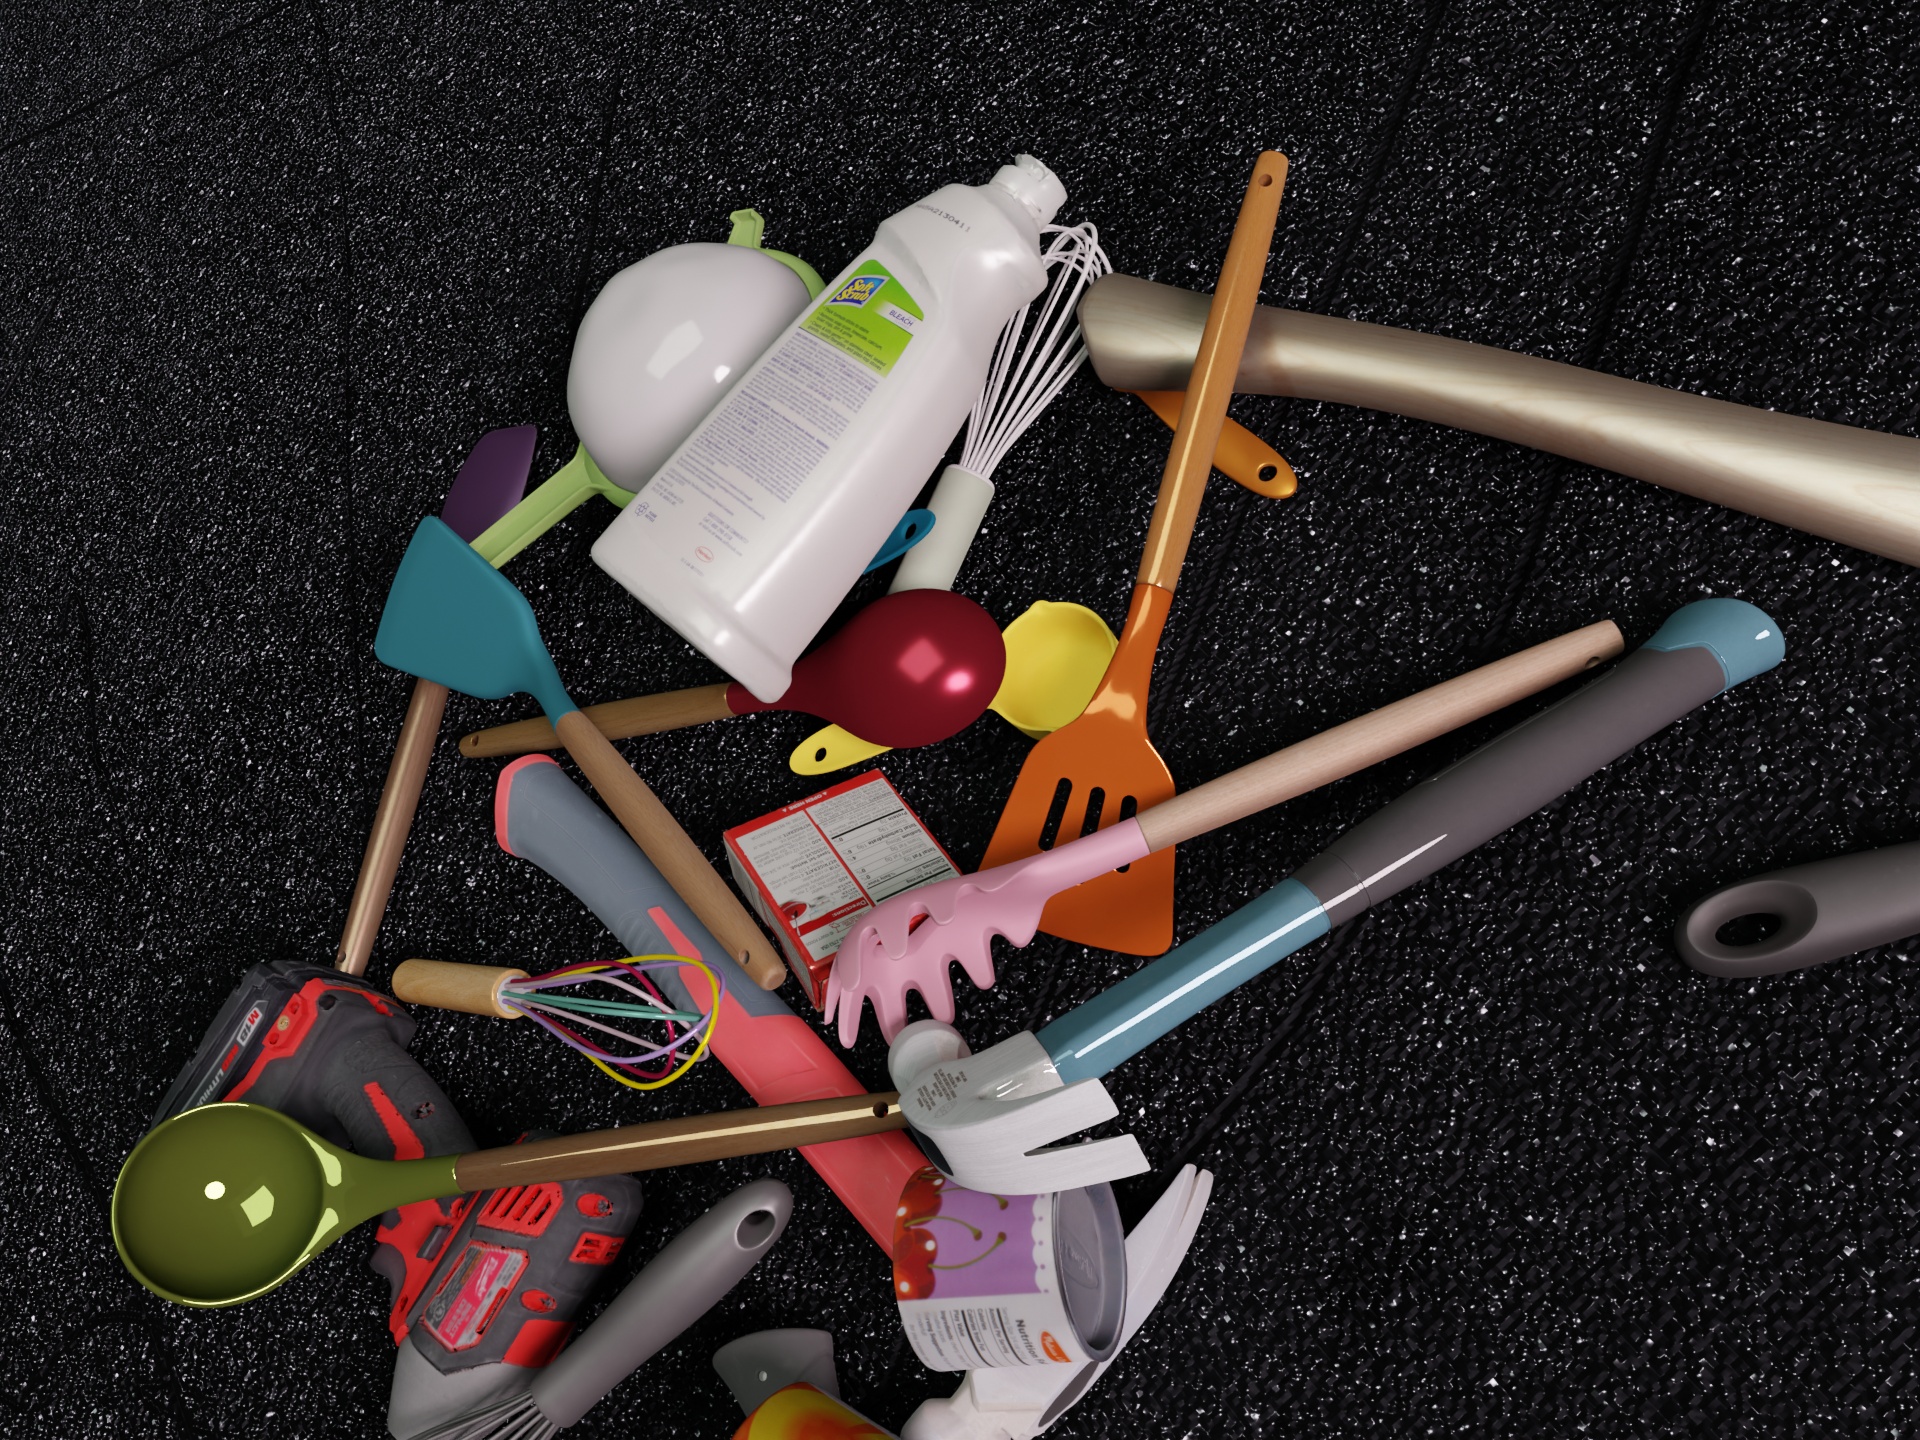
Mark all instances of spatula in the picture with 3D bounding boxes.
[{"bbox_3d":[0.082,-0.072,0.625,0.081,0.041,0.323,14,81,13],"label":"spatula"},{"bbox_3d":[-0.278,-0.016,0.831,0.060,0.018,0.316,-3,66,29],"label":"spatula"},{"bbox_3d":[-0.172,0.017,0.708,0.318,0.044,0.082,42,112,37],"label":"spatula"}]

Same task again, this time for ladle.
[{"bbox_3d":[-0.171,0.168,0.604,0.320,0.062,0.078,-11,70,11],"label":"ladle"},{"bbox_3d":[-0.120,-0.007,0.722,0.315,0.031,0.069,-9,71,33],"label":"ladle"}]

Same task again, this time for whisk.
[{"bbox_3d":[0.007,-0.116,0.715,0.246,0.057,0.059,-66,23,-7],"label":"whisk"},{"bbox_3d":[-0.153,0.251,0.595,0.239,0.055,0.055,-42,56,4],"label":"whisk"},{"bbox_3d":[-0.181,0.121,0.675,0.245,0.051,0.047,-4,89,45],"label":"whisk"},{"bbox_3d":[0.361,0.026,0.462,0.296,0.073,0.073,-22,60,25],"label":"whisk"}]

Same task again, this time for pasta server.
[{"bbox_3d":[0.094,0.037,0.576,0.316,0.060,0.040,-23,52,2],"label":"pasta server"}]

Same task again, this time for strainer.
[{"bbox_3d":[-0.179,-0.145,0.763,0.256,0.069,0.152,-37,54,10],"label":"strainer"}]

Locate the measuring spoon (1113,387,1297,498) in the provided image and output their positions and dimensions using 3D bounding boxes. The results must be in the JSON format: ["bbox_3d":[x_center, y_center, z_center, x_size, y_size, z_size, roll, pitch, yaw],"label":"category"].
[{"bbox_3d":[0.102,-0.130,0.686,0.021,0.011,0.117,-46,56,3],"label":"measuring spoon"}]

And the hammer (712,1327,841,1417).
[{"bbox_3d":[0.002,0.348,0.519,0.146,0.035,0.335,-42,56,5],"label":"hammer"}]

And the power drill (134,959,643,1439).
[{"bbox_3d":[-0.249,0.209,0.687,0.220,0.078,0.143,27,82,30],"label":"power drill"}]

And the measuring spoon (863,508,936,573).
[{"bbox_3d":[-0.055,-0.063,0.719,0.128,0.021,0.042,-23,57,34],"label":"measuring spoon"}]

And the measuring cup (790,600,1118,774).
[{"bbox_3d":[-0.001,-0.002,0.678,0.156,0.029,0.062,-20,61,22],"label":"measuring cup"}]

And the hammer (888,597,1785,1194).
[{"bbox_3d":[0.127,0.053,0.531,0.331,0.033,0.128,-31,12,-5],"label":"hammer"}]

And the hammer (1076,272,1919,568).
[{"bbox_3d":[0.228,-0.125,0.599,0.411,0.038,0.146,22,79,31],"label":"hammer"}]

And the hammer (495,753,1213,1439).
[{"bbox_3d":[-0.075,0.118,0.656,0.143,0.038,0.387,-50,56,-1],"label":"hammer"}]
